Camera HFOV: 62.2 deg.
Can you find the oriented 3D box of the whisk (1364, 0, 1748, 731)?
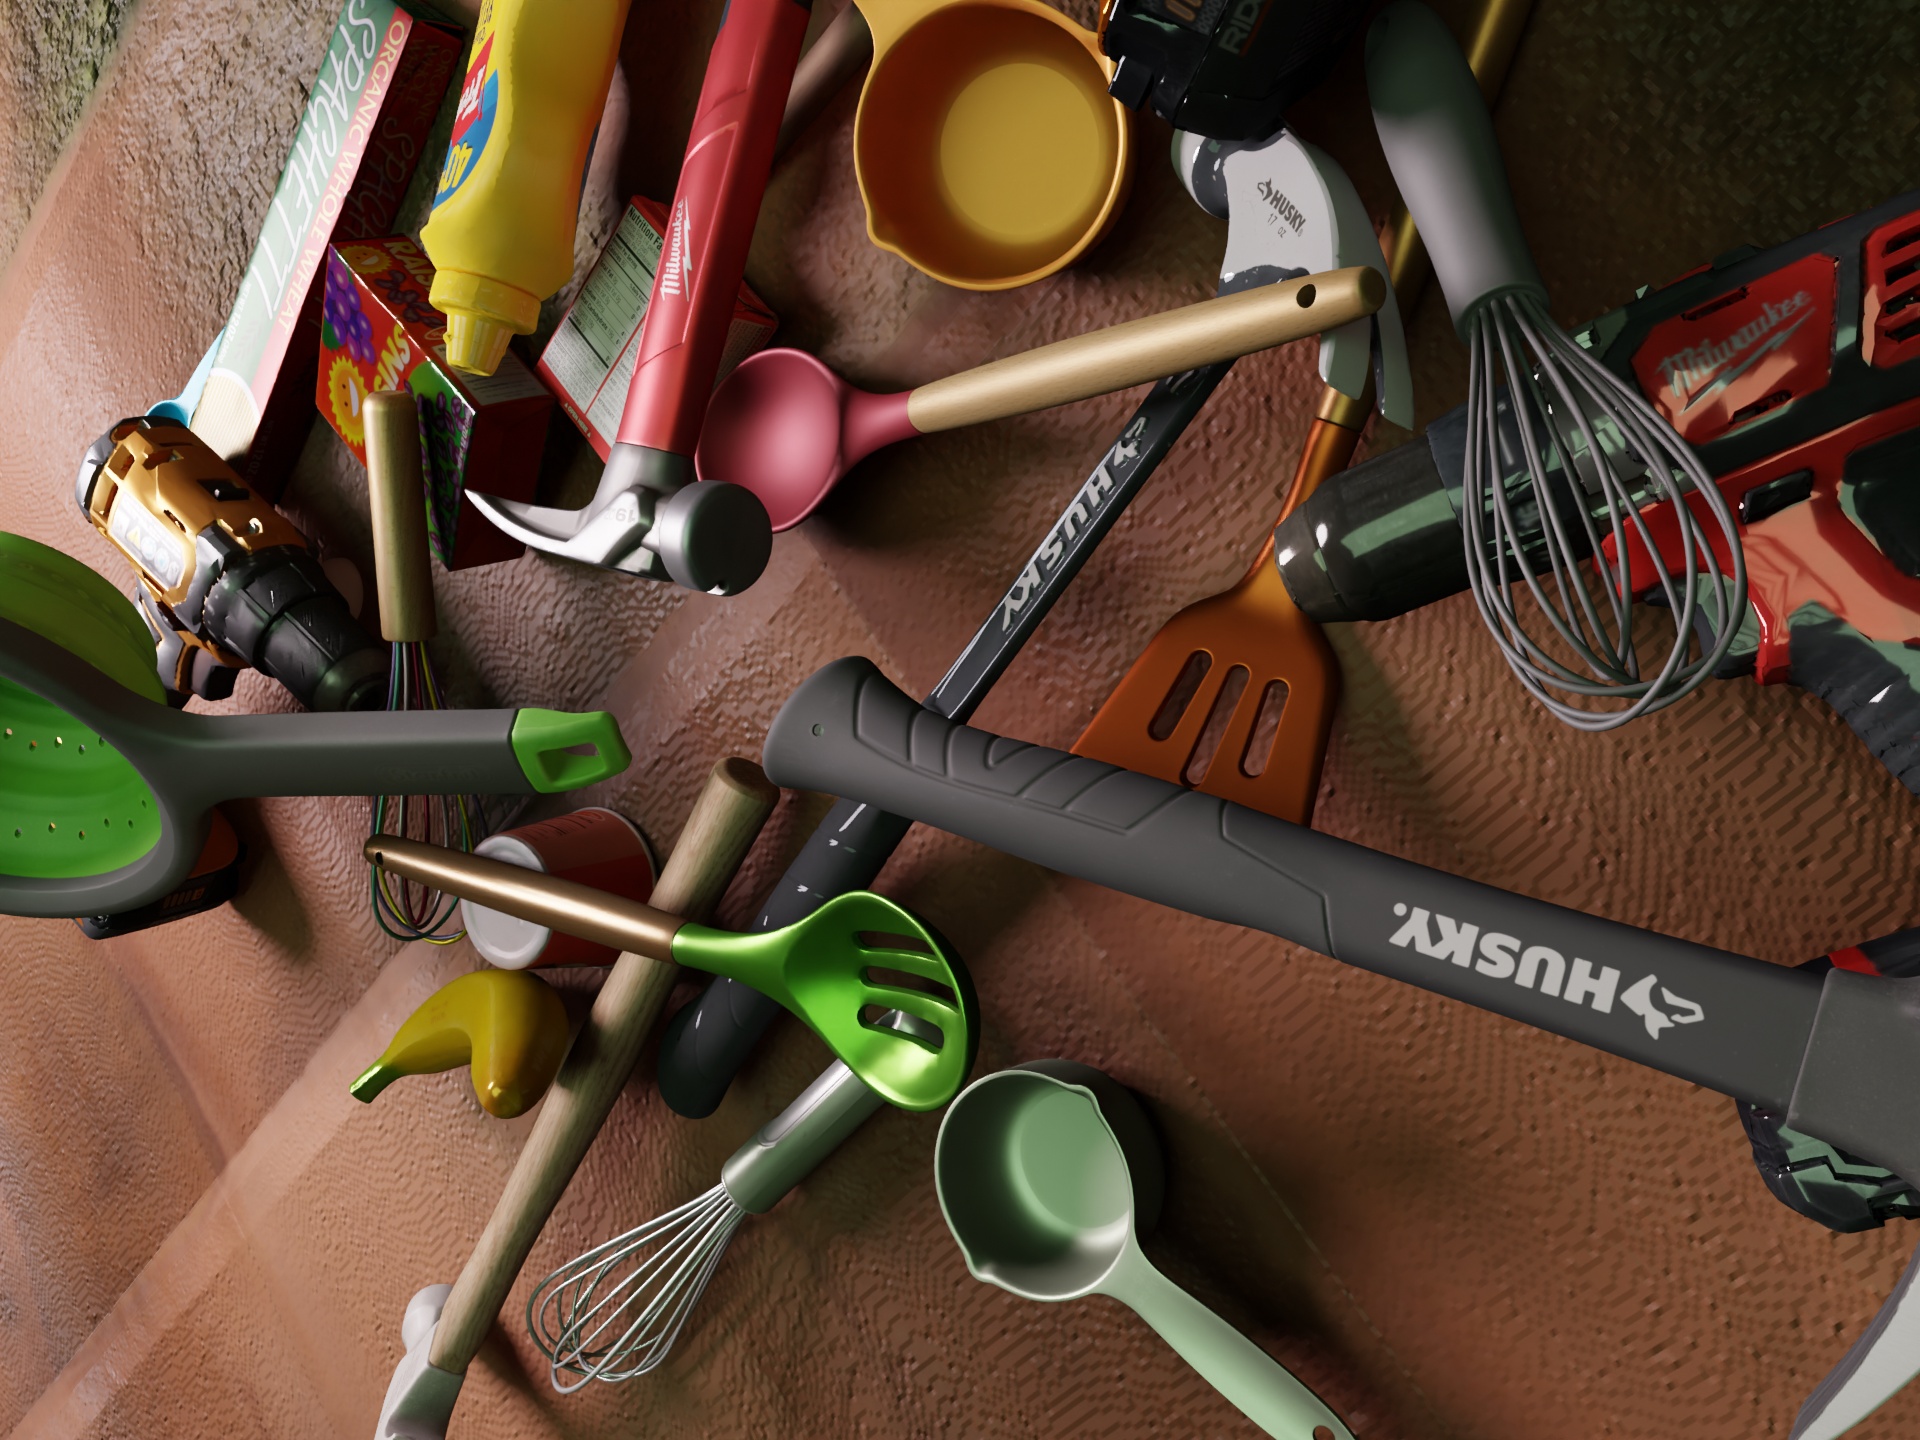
[{"bbox_3d":[0.132,-0.101,0.385,0.055,0.055,0.239,-28,51,30],"label":"whisk"}]

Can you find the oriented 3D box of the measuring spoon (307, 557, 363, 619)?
[{"bbox_3d":[-0.337,-0.059,0.777,0.124,0.018,0.034,-1,91,33],"label":"measuring spoon"}]

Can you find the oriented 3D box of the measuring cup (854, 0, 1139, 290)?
[{"bbox_3d":[-0.010,-0.219,0.512,0.095,0.052,0.173,-34,94,22],"label":"measuring cup"}]

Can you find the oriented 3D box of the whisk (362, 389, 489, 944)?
[{"bbox_3d":[-0.234,-0.015,0.671,0.047,0.051,0.245,22,118,45],"label":"whisk"}]

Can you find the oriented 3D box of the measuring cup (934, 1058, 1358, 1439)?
[{"bbox_3d":[0.065,0.176,0.517,0.168,0.038,0.083,36,110,24],"label":"measuring cup"}]

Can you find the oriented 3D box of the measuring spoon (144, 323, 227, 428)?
[{"bbox_3d":[-0.370,-0.170,0.800,0.128,0.021,0.042,-46,67,16],"label":"measuring spoon"}]

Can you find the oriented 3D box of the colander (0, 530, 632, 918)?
[{"bbox_3d":[-0.320,-0.013,0.638,0.397,0.204,0.095,-1,50,7],"label":"colander"}]

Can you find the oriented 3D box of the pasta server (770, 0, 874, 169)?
[{"bbox_3d":[-0.001,-0.286,0.542,0.316,0.040,0.060,-40,55,29],"label":"pasta server"}]

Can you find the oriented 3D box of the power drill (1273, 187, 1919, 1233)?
[{"bbox_3d":[0.195,0.001,0.394,0.188,0.080,0.227,-23,76,23],"label":"power drill"}]

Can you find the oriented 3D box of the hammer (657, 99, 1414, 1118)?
[{"bbox_3d":[-0.001,-0.002,0.528,0.408,0.036,0.149,-54,31,27],"label":"hammer"}]

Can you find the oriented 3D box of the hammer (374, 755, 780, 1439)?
[{"bbox_3d":[-0.156,0.162,0.630,0.031,0.130,0.331,25,103,-16],"label":"hammer"}]

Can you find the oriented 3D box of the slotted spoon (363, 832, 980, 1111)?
[{"bbox_3d":[-0.116,0.072,0.568,0.314,0.031,0.070,9,107,35],"label":"slotted spoon"}]

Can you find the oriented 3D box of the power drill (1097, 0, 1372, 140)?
[{"bbox_3d":[0.006,-0.251,0.433,0.226,0.164,0.084,34,129,6],"label":"power drill"}]

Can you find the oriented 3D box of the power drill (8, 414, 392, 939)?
[{"bbox_3d":[-0.361,-0.002,0.749,0.185,0.084,0.226,39,114,17],"label":"power drill"}]

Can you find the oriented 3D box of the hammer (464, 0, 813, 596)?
[{"bbox_3d":[-0.081,-0.241,0.563,0.143,0.038,0.386,16,91,41],"label":"hammer"}]

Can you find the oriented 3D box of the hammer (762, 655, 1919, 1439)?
[{"bbox_3d":[0.082,0.046,0.397,0.335,0.035,0.146,16,92,33],"label":"hammer"}]

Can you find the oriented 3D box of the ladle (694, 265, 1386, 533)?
[{"bbox_3d":[0.003,-0.102,0.497,0.315,0.031,0.069,1,91,54],"label":"ladle"}]

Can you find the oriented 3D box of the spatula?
[{"bbox_3d":[0.120,-0.111,0.468,0.081,0.041,0.322,23,103,17],"label":"spatula"}]

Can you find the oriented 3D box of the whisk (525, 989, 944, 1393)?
[{"bbox_3d":[-0.087,0.183,0.612,0.059,0.058,0.246,39,111,-12],"label":"whisk"}]
